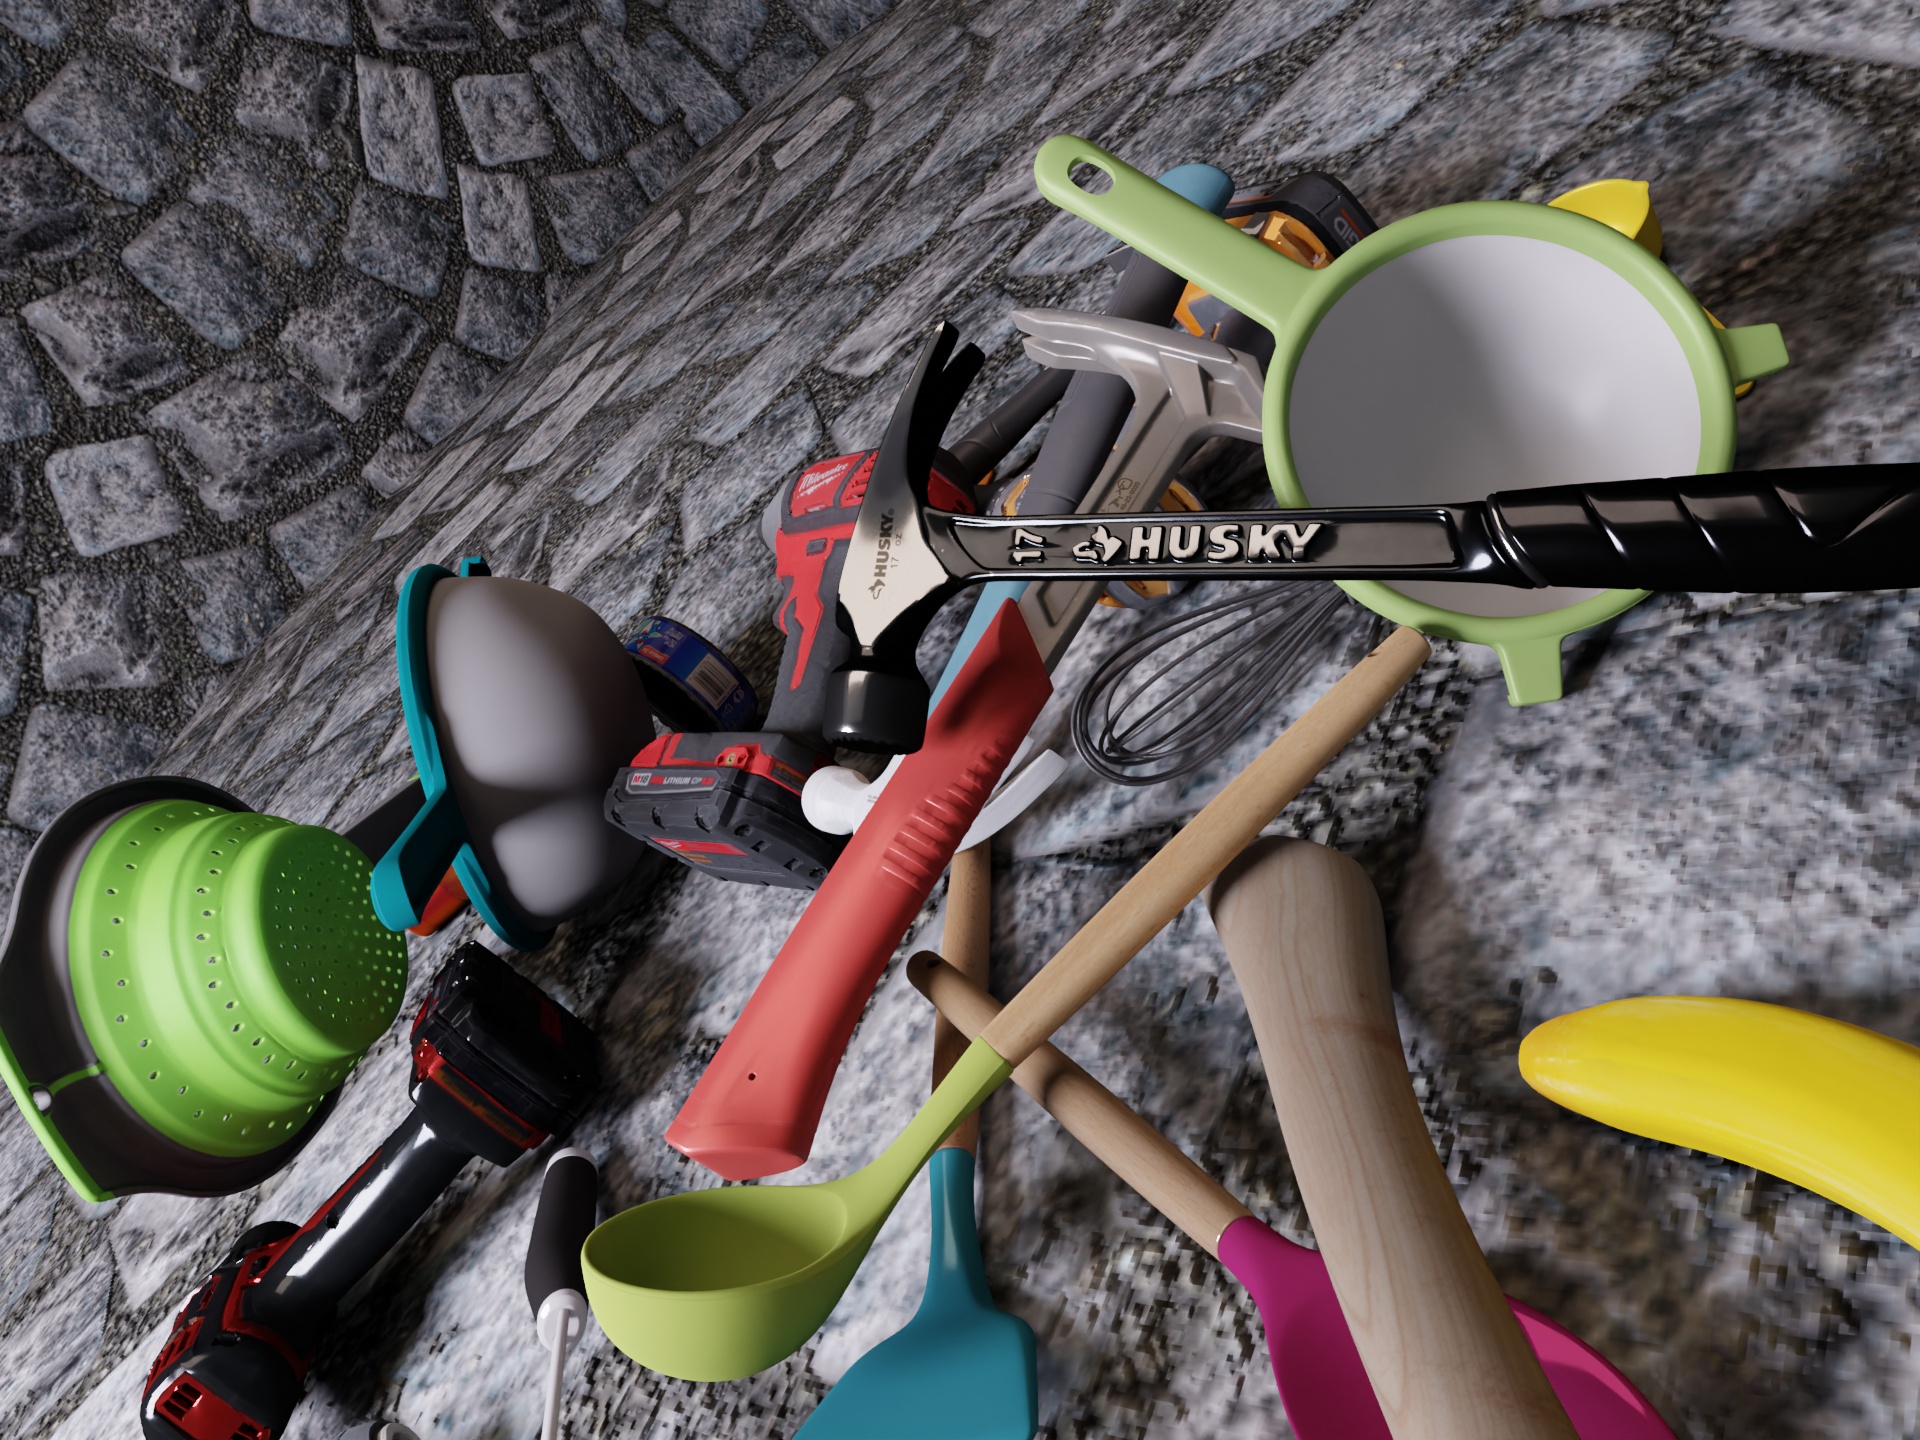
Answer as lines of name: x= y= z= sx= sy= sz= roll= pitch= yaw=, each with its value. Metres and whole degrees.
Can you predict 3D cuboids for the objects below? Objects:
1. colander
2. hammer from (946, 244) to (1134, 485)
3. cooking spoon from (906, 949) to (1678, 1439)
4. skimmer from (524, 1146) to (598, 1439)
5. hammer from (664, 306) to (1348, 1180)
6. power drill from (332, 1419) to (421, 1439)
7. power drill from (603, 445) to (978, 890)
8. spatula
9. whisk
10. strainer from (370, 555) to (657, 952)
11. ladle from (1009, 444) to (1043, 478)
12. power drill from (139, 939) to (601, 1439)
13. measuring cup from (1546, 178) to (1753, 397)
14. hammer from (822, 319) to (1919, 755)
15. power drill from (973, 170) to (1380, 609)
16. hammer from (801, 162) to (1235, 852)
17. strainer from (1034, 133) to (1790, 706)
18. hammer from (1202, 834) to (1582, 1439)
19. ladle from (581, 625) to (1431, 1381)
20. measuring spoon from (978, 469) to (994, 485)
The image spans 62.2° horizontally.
colander: x=-0.322 y=0.089 z=0.834 sx=0.094 sy=0.204 sz=0.397 roll=-19 pitch=14 yaw=13
hammer: x=0.031 y=-0.174 z=0.906 sx=0.335 sy=0.035 sz=0.146 roll=-44 pitch=20 yaw=-10
cooking spoon: x=0.062 y=0.130 z=0.441 sx=0.069 sy=0.017 sz=0.319 roll=-28 pitch=28 yaw=-19
skimmer: x=-0.106 y=0.238 z=0.524 sx=0.363 sy=0.090 sz=0.127 roll=-137 pitch=65 yaw=-74
hammer: x=-0.001 y=-0.002 z=0.581 sx=0.149 sy=0.036 sz=0.359 roll=23 pitch=71 yaw=29
power drill: x=-0.248 y=0.355 z=0.509 sx=0.190 sy=0.080 sz=0.229 roll=-44 pitch=24 yaw=-1
power drill: x=-0.083 y=-0.033 z=0.786 sx=0.143 sy=0.078 sz=0.220 roll=-1 pitch=62 yaw=48
spatula: x=-0.005 y=0.124 z=0.546 sx=0.082 sy=0.044 sz=0.318 roll=-20 pitch=31 yaw=16
whisk: x=0.142 y=-0.056 z=0.607 sx=0.239 sy=0.055 sz=0.055 roll=-36 pitch=27 yaw=4
strainer: x=-0.205 y=0.023 z=0.781 sx=0.095 sy=0.211 sz=0.340 roll=-15 pitch=14 yaw=-3
ladle: x=0.009 y=-0.102 z=0.880 sx=0.315 sy=0.031 sz=0.069 roll=-46 pitch=25 yaw=-9
power drill: x=-0.273 y=0.216 z=0.737 sx=0.227 sy=0.080 sz=0.188 roll=-50 pitch=14 yaw=-8
measuring cup: x=0.267 y=-0.160 z=0.620 sx=0.062 sy=0.029 sz=0.157 roll=-34 pitch=40 yaw=18
hammer: x=0.142 y=-0.057 z=0.464 sx=0.409 sy=0.036 sz=0.149 roll=2 pitch=80 yaw=29
power drill: x=0.090 y=-0.155 z=0.789 sx=0.226 sy=0.084 sz=0.185 roll=-54 pitch=28 yaw=-11
hammer: x=0.038 y=-0.094 z=0.686 sx=0.128 sy=0.033 sz=0.331 roll=11 pitch=74 yaw=54
strainer: x=0.135 y=-0.124 z=0.557 sx=0.151 sy=0.256 sz=0.069 roll=-55 pitch=-11 yaw=-4
hammer: x=0.097 y=0.145 z=0.331 sx=0.146 sy=0.038 sz=0.411 roll=-17 pitch=26 yaw=4
ladle: x=0.022 y=0.072 z=0.477 sx=0.320 sy=0.062 sz=0.078 roll=-43 pitch=14 yaw=-9
measuring spoon: x=-0.009 y=-0.113 z=0.934 sx=0.021 sy=0.011 sz=0.117 roll=-10 pitch=42 yaw=48
